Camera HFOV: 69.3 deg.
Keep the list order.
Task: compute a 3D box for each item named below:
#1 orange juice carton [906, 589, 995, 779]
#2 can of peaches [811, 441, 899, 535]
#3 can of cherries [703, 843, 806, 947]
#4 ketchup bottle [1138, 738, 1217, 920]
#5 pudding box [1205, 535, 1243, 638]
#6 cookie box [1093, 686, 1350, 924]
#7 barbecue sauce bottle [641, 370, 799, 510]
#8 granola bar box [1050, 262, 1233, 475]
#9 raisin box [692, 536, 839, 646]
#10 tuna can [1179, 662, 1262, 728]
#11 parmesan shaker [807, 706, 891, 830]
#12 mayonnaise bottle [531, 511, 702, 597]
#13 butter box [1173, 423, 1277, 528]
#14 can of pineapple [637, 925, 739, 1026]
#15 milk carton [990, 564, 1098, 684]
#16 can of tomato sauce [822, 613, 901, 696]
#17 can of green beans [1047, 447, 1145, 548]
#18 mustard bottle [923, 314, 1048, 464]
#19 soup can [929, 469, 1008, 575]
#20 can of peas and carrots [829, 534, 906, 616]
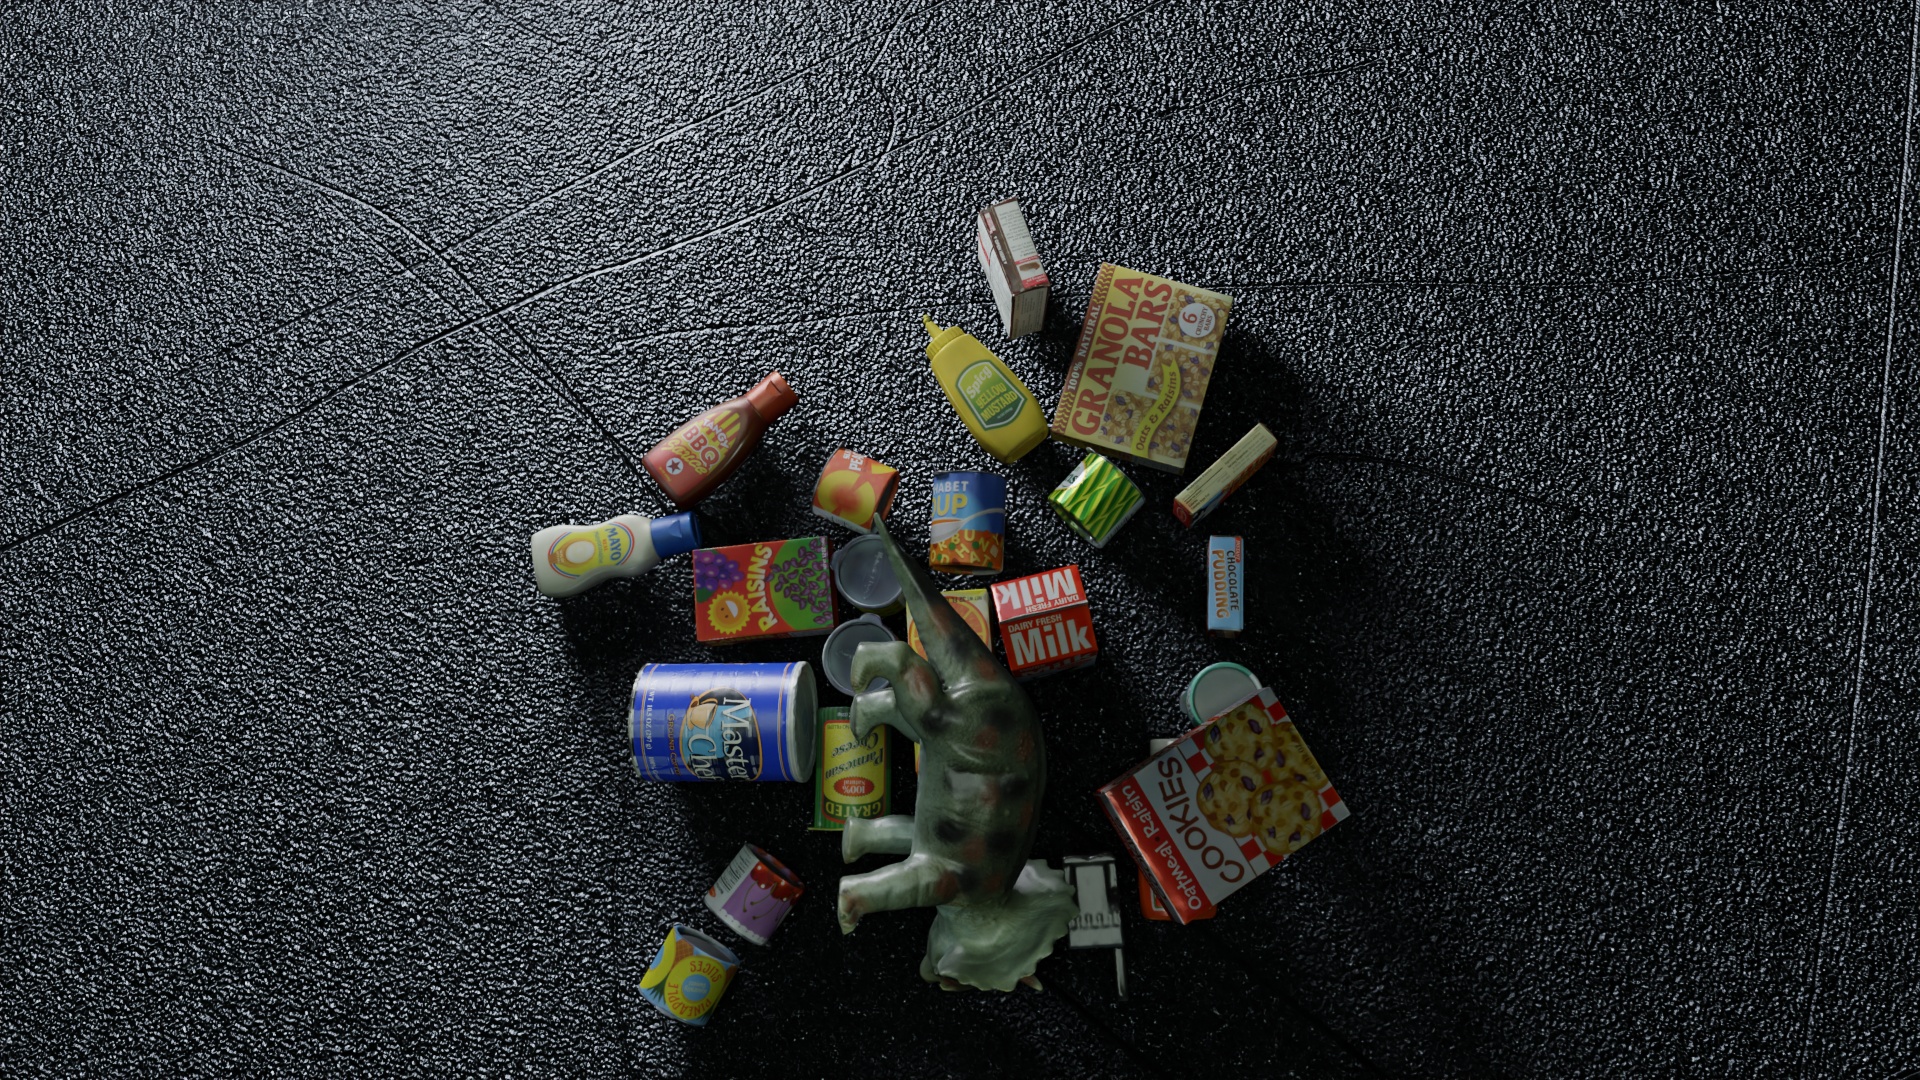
[{"bbox_3d":[-0.003,0.143,1.193,0.072,0.073,0.193,-5,79,4],"label":"orange juice carton"},{"bbox_3d":[-0.092,-0.045,1.240,0.058,0.071,0.071,24,82,8],"label":"can of peaches"},{"bbox_3d":[-0.172,0.302,1.181,0.071,0.071,0.058,36,83,10],"label":"can of cherries"},{"bbox_3d":[0.181,0.243,1.174,0.065,0.043,0.149,-1,78,0],"label":"ketchup bottle"},{"bbox_3d":[0.229,0.041,1.206,0.030,0.049,0.084,2,79,7],"label":"pudding box"},{"bbox_3d":[0.213,0.216,1.138,0.168,0.040,0.123,-30,84,-11],"label":"cookie box"},{"bbox_3d":[-0.216,-0.096,1.272,0.148,0.043,0.065,-39,78,-4],"label":"barbecue sauce bottle"},{"bbox_3d":[0.164,-0.155,1.255,0.124,0.039,0.166,16,81,7],"label":"granola bar box"},{"bbox_3d":[-0.174,0.045,1.244,0.123,0.040,0.086,-6,79,2],"label":"raisin box"},{"bbox_3d":[0.225,0.138,1.196,0.071,0.033,0.071,-1,79,4],"label":"tuna can"},{"bbox_3d":[-0.095,0.196,1.193,0.071,0.071,0.103,-1,79,5],"label":"parmesan shaker"},{"bbox_3d":[-0.311,0.007,1.261,0.148,0.041,0.065,-14,77,2],"label":"mayonnaise bottle"},{"bbox_3d":[0.233,-0.056,1.223,0.103,0.053,0.024,-41,76,-4],"label":"butter box"},{"bbox_3d":[-0.228,0.367,1.169,0.071,0.071,0.058,29,83,9],"label":"can of pineapple"},{"bbox_3d":[0.070,0.069,1.142,0.072,0.190,0.073,-14,79,2],"label":"milk carton"},{"bbox_3d":[-0.079,0.103,1.202,0.071,0.083,0.071,-1,79,5],"label":"can of tomato sauce"},{"bbox_3d":[0.119,-0.036,1.222,0.071,0.071,0.058,43,86,11],"label":"can of green beans"},{"bbox_3d":[0.012,-0.145,1.261,0.065,0.048,0.160,-38,79,-5],"label":"mustard bottle"},{"bbox_3d":[0.004,-0.015,1.225,0.071,0.071,0.084,2,80,5],"label":"soup can"},{"bbox_3d":[-0.076,0.031,1.228,0.071,0.058,0.071,-1,79,5],"label":"can of peas and carrots"}]
